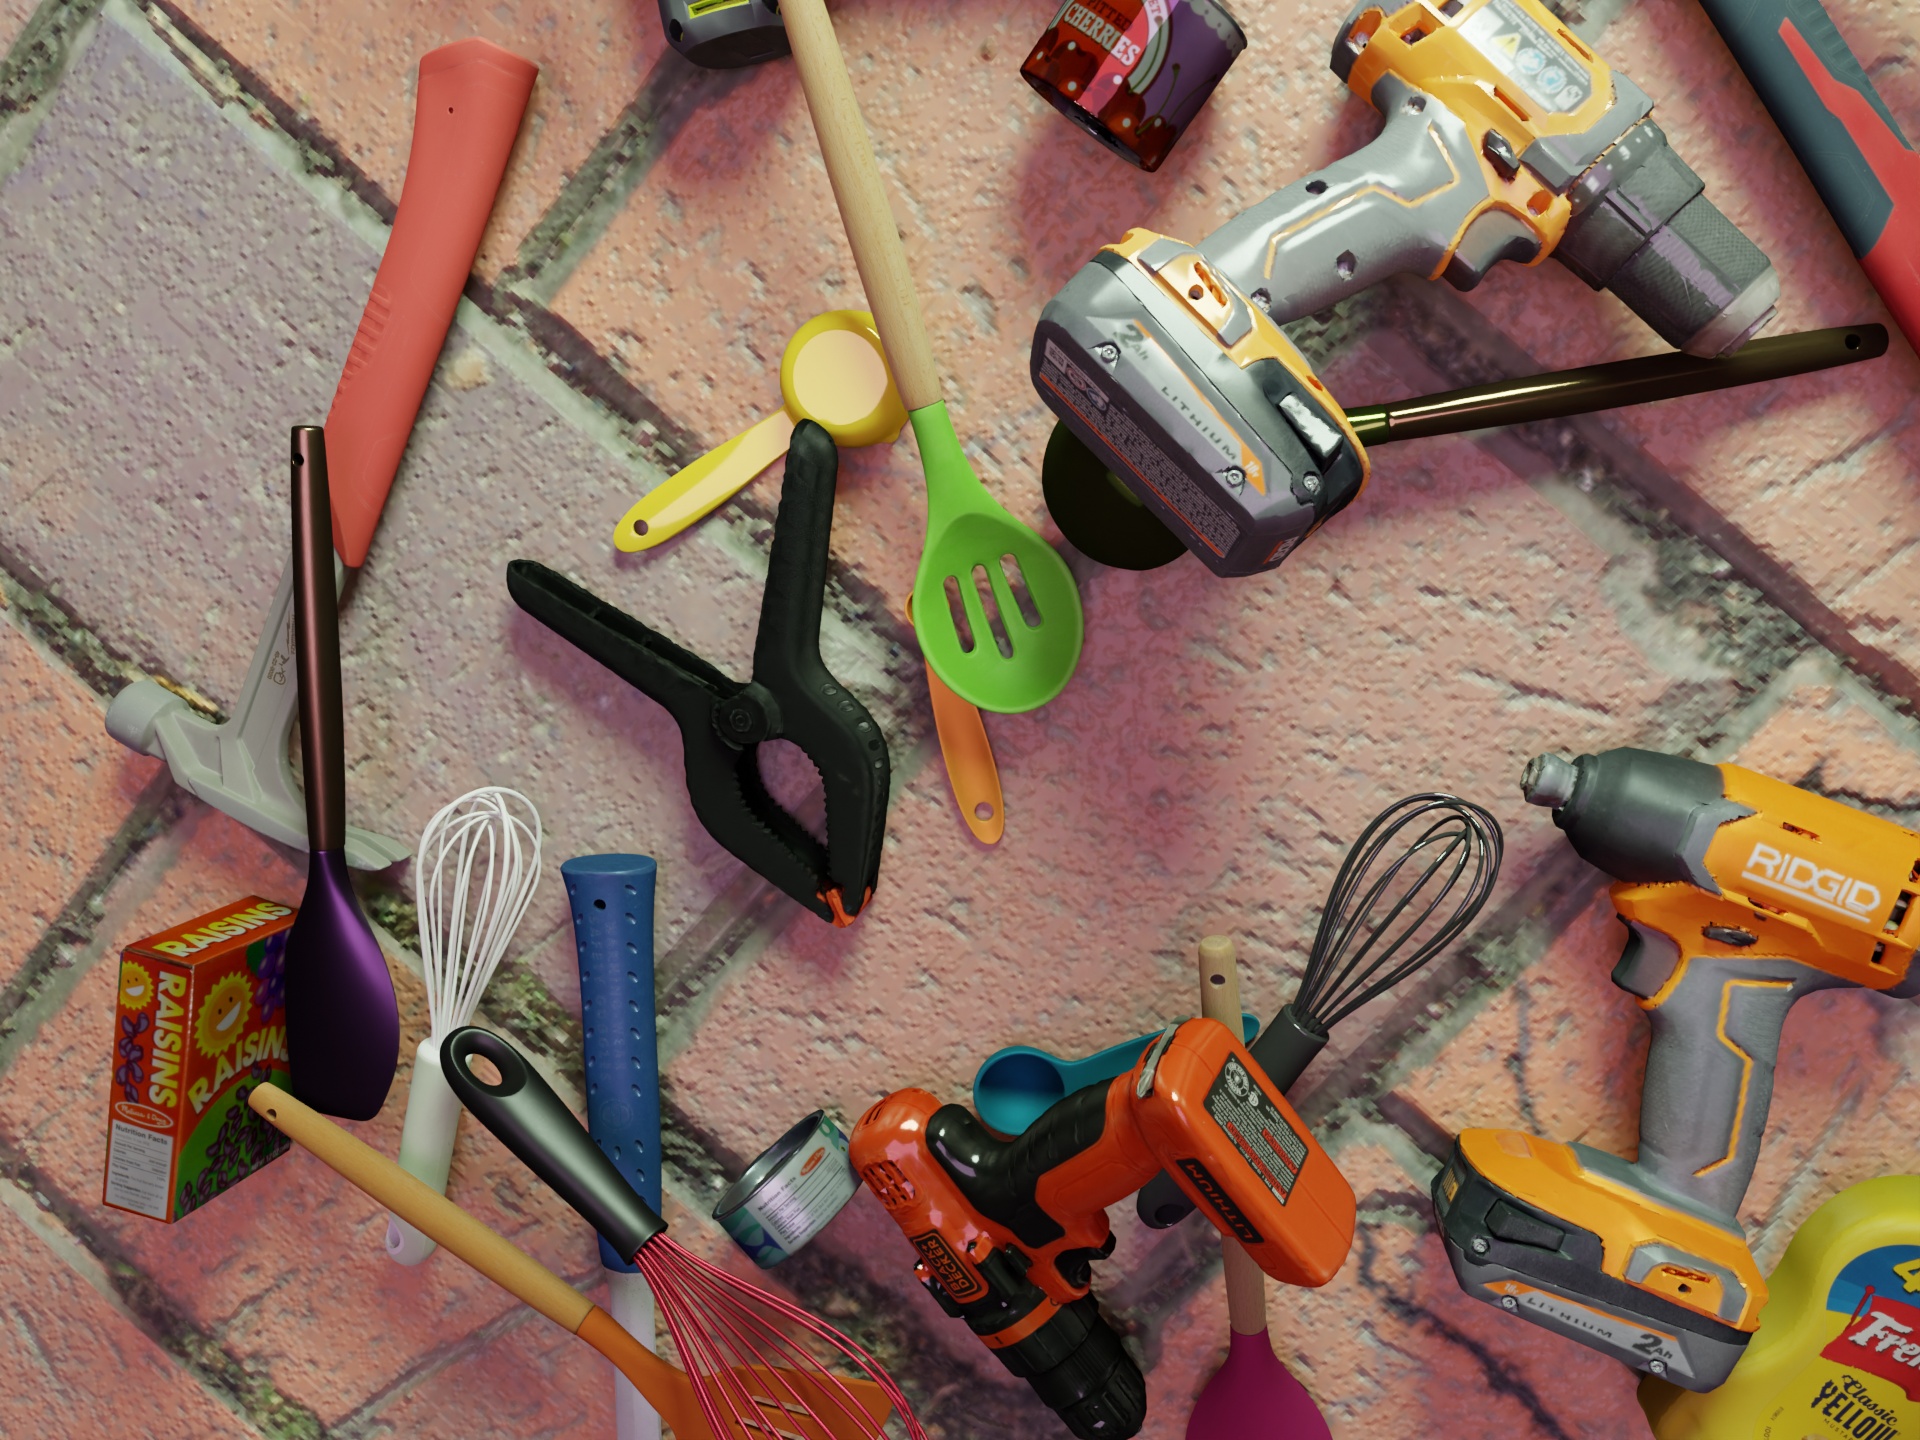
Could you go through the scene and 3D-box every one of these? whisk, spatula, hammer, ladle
[{"bbox_3d":[0.140,0.126,0.659,0.055,0.055,0.239,33,110,3],"label":"whisk"},{"bbox_3d":[-0.185,0.252,0.716,0.322,0.041,0.081,31,103,8],"label":"spatula"},{"bbox_3d":[0.320,-0.177,0.572,0.143,0.038,0.386,-33,91,-4],"label":"hammer"},{"bbox_3d":[-0.147,0.263,0.740,0.144,0.035,0.405,1,99,10],"label":"hammer"},{"bbox_3d":[-0.236,0.145,0.734,0.058,0.059,0.246,29,111,42],"label":"whisk"},{"bbox_3d":[-0.254,-0.115,0.695,0.149,0.037,0.359,26,103,4],"label":"hammer"},{"bbox_3d":[-0.276,0.031,0.696,0.060,0.018,0.316,6,104,13],"label":"spatula"},{"bbox_3d":[-0.119,0.235,0.668,0.296,0.073,0.073,42,104,14],"label":"whisk"},{"bbox_3d":[0.190,-0.118,0.622,0.320,0.062,0.078,-9,89,4],"label":"ladle"}]

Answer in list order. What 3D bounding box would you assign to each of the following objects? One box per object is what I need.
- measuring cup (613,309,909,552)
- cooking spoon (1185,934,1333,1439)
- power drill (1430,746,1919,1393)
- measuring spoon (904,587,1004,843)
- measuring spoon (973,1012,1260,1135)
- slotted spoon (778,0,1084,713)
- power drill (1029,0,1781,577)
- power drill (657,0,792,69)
[{"bbox_3d":[-0.088,-0.116,0.669,0.156,0.029,0.062,-33,93,12],"label":"measuring cup"},{"bbox_3d":[0.120,0.235,0.673,0.069,0.017,0.318,-4,110,12],"label":"cooking spoon"},{"bbox_3d":[0.268,0.125,0.625,0.164,0.084,0.226,22,98,6],"label":"power drill"},{"bbox_3d":[-0.001,-0.002,0.685,0.021,0.011,0.117,-14,100,7],"label":"measuring spoon"},{"bbox_3d":[0.067,0.147,0.697,0.128,0.021,0.042,-17,108,3],"label":"measuring spoon"},{"bbox_3d":[-0.020,-0.149,0.623,0.070,0.031,0.313,-20,109,-5],"label":"slotted spoon"},{"bbox_3d":[0.161,-0.150,0.564,0.226,0.084,0.185,-43,83,-9],"label":"power drill"},{"bbox_3d":[-0.025,-0.369,0.594,0.228,0.080,0.190,-9,99,14],"label":"power drill"}]
